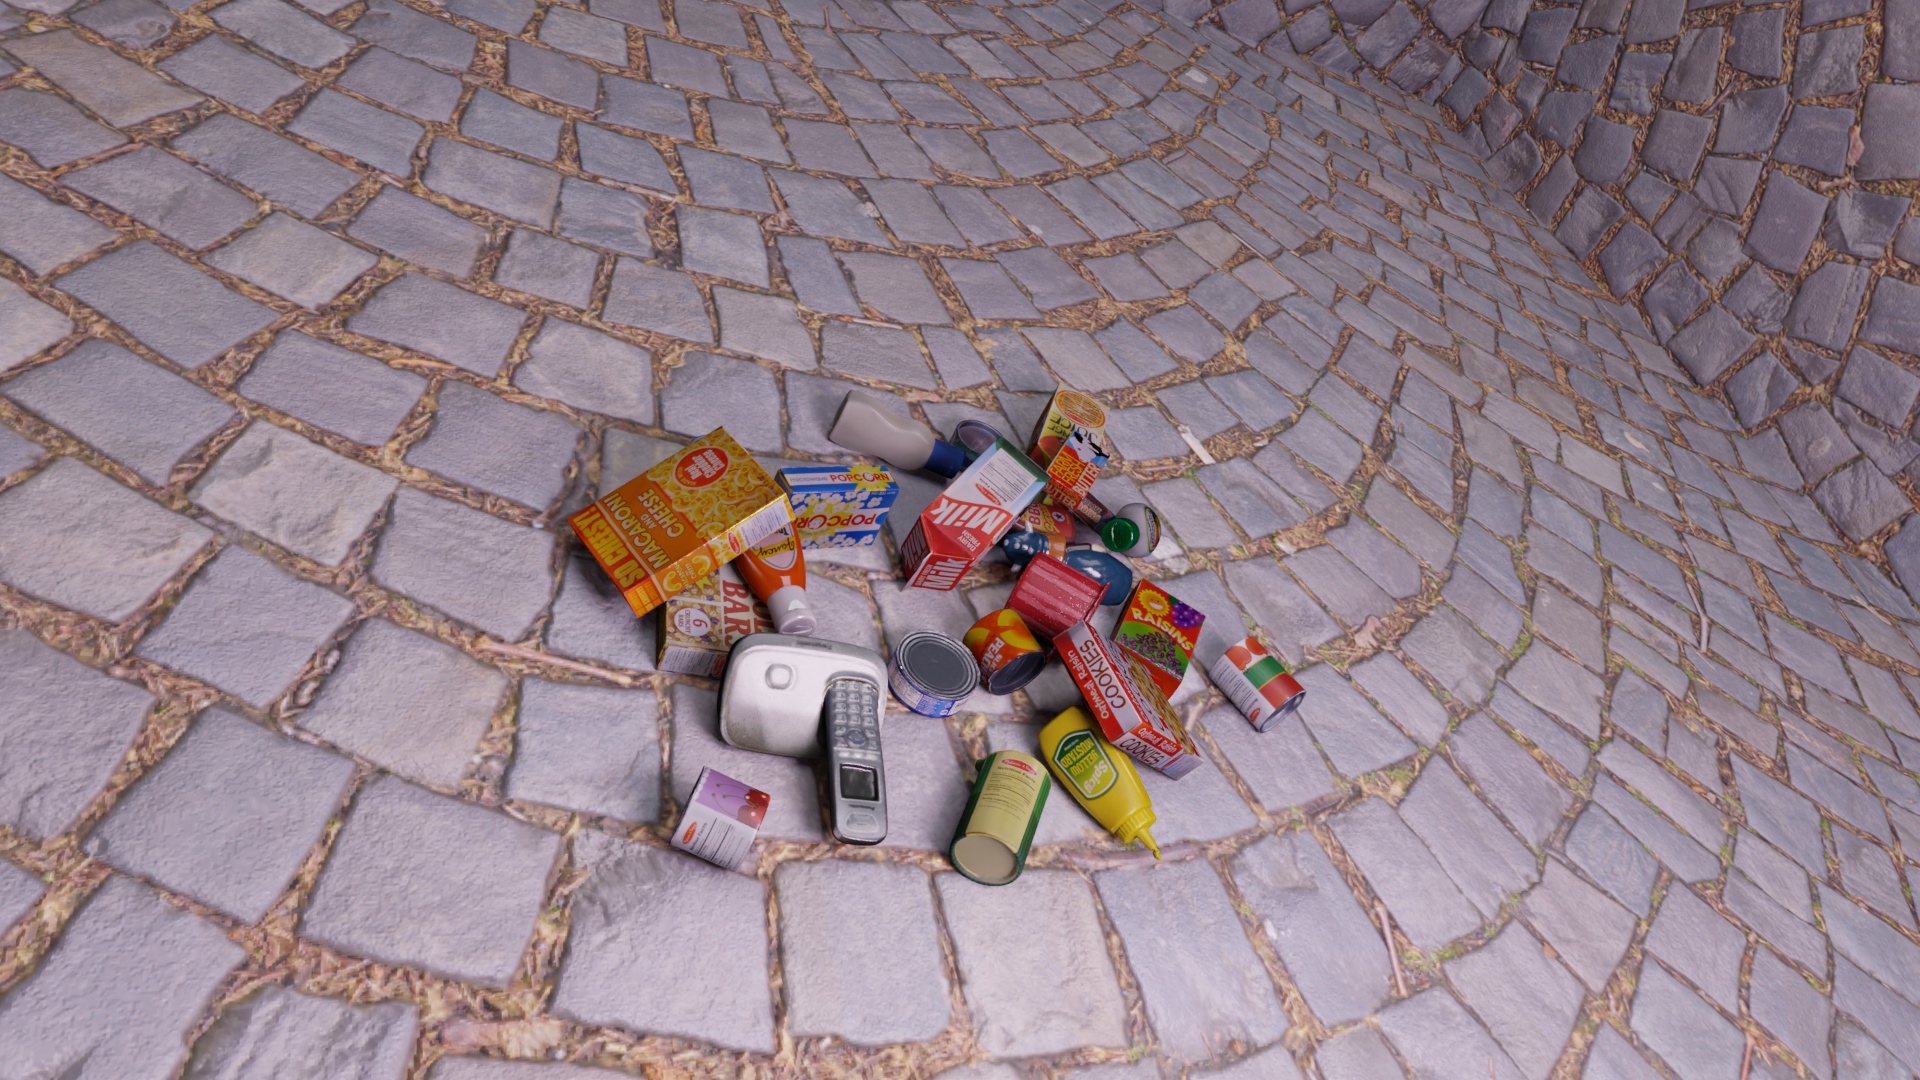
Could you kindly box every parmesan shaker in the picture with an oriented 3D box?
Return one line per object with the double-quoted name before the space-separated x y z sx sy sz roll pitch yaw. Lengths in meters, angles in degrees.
"parmesan shaker" 0.032 0.241 1.209 0.071 0.071 0.103 29 38 -1

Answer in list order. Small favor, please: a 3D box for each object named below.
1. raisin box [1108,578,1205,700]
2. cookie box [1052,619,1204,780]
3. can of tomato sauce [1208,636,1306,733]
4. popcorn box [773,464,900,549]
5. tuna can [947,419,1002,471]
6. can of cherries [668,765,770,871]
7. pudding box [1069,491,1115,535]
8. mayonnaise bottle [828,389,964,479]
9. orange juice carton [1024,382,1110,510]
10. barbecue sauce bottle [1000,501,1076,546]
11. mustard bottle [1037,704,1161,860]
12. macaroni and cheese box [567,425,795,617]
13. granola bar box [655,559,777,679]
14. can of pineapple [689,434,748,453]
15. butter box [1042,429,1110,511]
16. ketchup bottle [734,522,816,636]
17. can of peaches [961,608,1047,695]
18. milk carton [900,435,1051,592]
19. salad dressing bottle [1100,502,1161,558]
"raisin box" 0.209 0.106 1.498 0.086 0.039 0.124 31 38 2
"cookie box" 0.163 0.157 1.344 0.167 0.040 0.123 36 21 -54
"can of tomato sauce" 0.320 0.154 1.493 0.071 0.070 0.083 -16 55 -43
"popcorn box" -0.135 -0.032 1.394 0.127 0.084 0.038 -4 48 -36
"tuna can" 0.021 -0.106 1.622 0.071 0.032 0.071 18 39 -15
"can of cherries" -0.188 0.217 1.090 0.058 0.071 0.072 25 37 -7
"pudding box" 0.150 -0.034 1.595 0.050 0.030 0.083 42 5 16
"mayonnaise bottle" -0.069 -0.112 1.551 0.148 0.064 0.041 23 34 -16
"orange juice carton" 0.118 -0.102 1.649 0.073 0.071 0.194 27 37 -4
"barbecue sauce bottle" 0.053 -0.024 1.541 0.148 0.043 0.065 15 36 -17
"mustard bottle" 0.138 0.229 1.290 0.160 0.065 0.049 52 10 23
"macaroni and cheese box" -0.252 -0.019 1.259 0.167 0.040 0.124 -34 50 -16
"granola bar box" -0.216 0.053 1.281 0.124 0.038 0.166 11 41 -23
"can of pineapple" -0.248 -0.063 1.378 0.071 0.057 0.071 18 39 -15
"butter box" 0.127 -0.079 1.549 0.053 0.024 0.104 35 40 1
"ketchup bottle" -0.171 0.025 1.273 0.065 0.043 0.149 -7 51 -25
"can of peaches" 0.041 0.109 1.362 0.071 0.071 0.058 -7 50 -38
"milk carton" 0.005 -0.018 1.444 0.073 0.072 0.191 41 53 5
"salad dressing bottle" 0.192 -0.009 1.568 0.044 0.064 0.148 -5 2 19
